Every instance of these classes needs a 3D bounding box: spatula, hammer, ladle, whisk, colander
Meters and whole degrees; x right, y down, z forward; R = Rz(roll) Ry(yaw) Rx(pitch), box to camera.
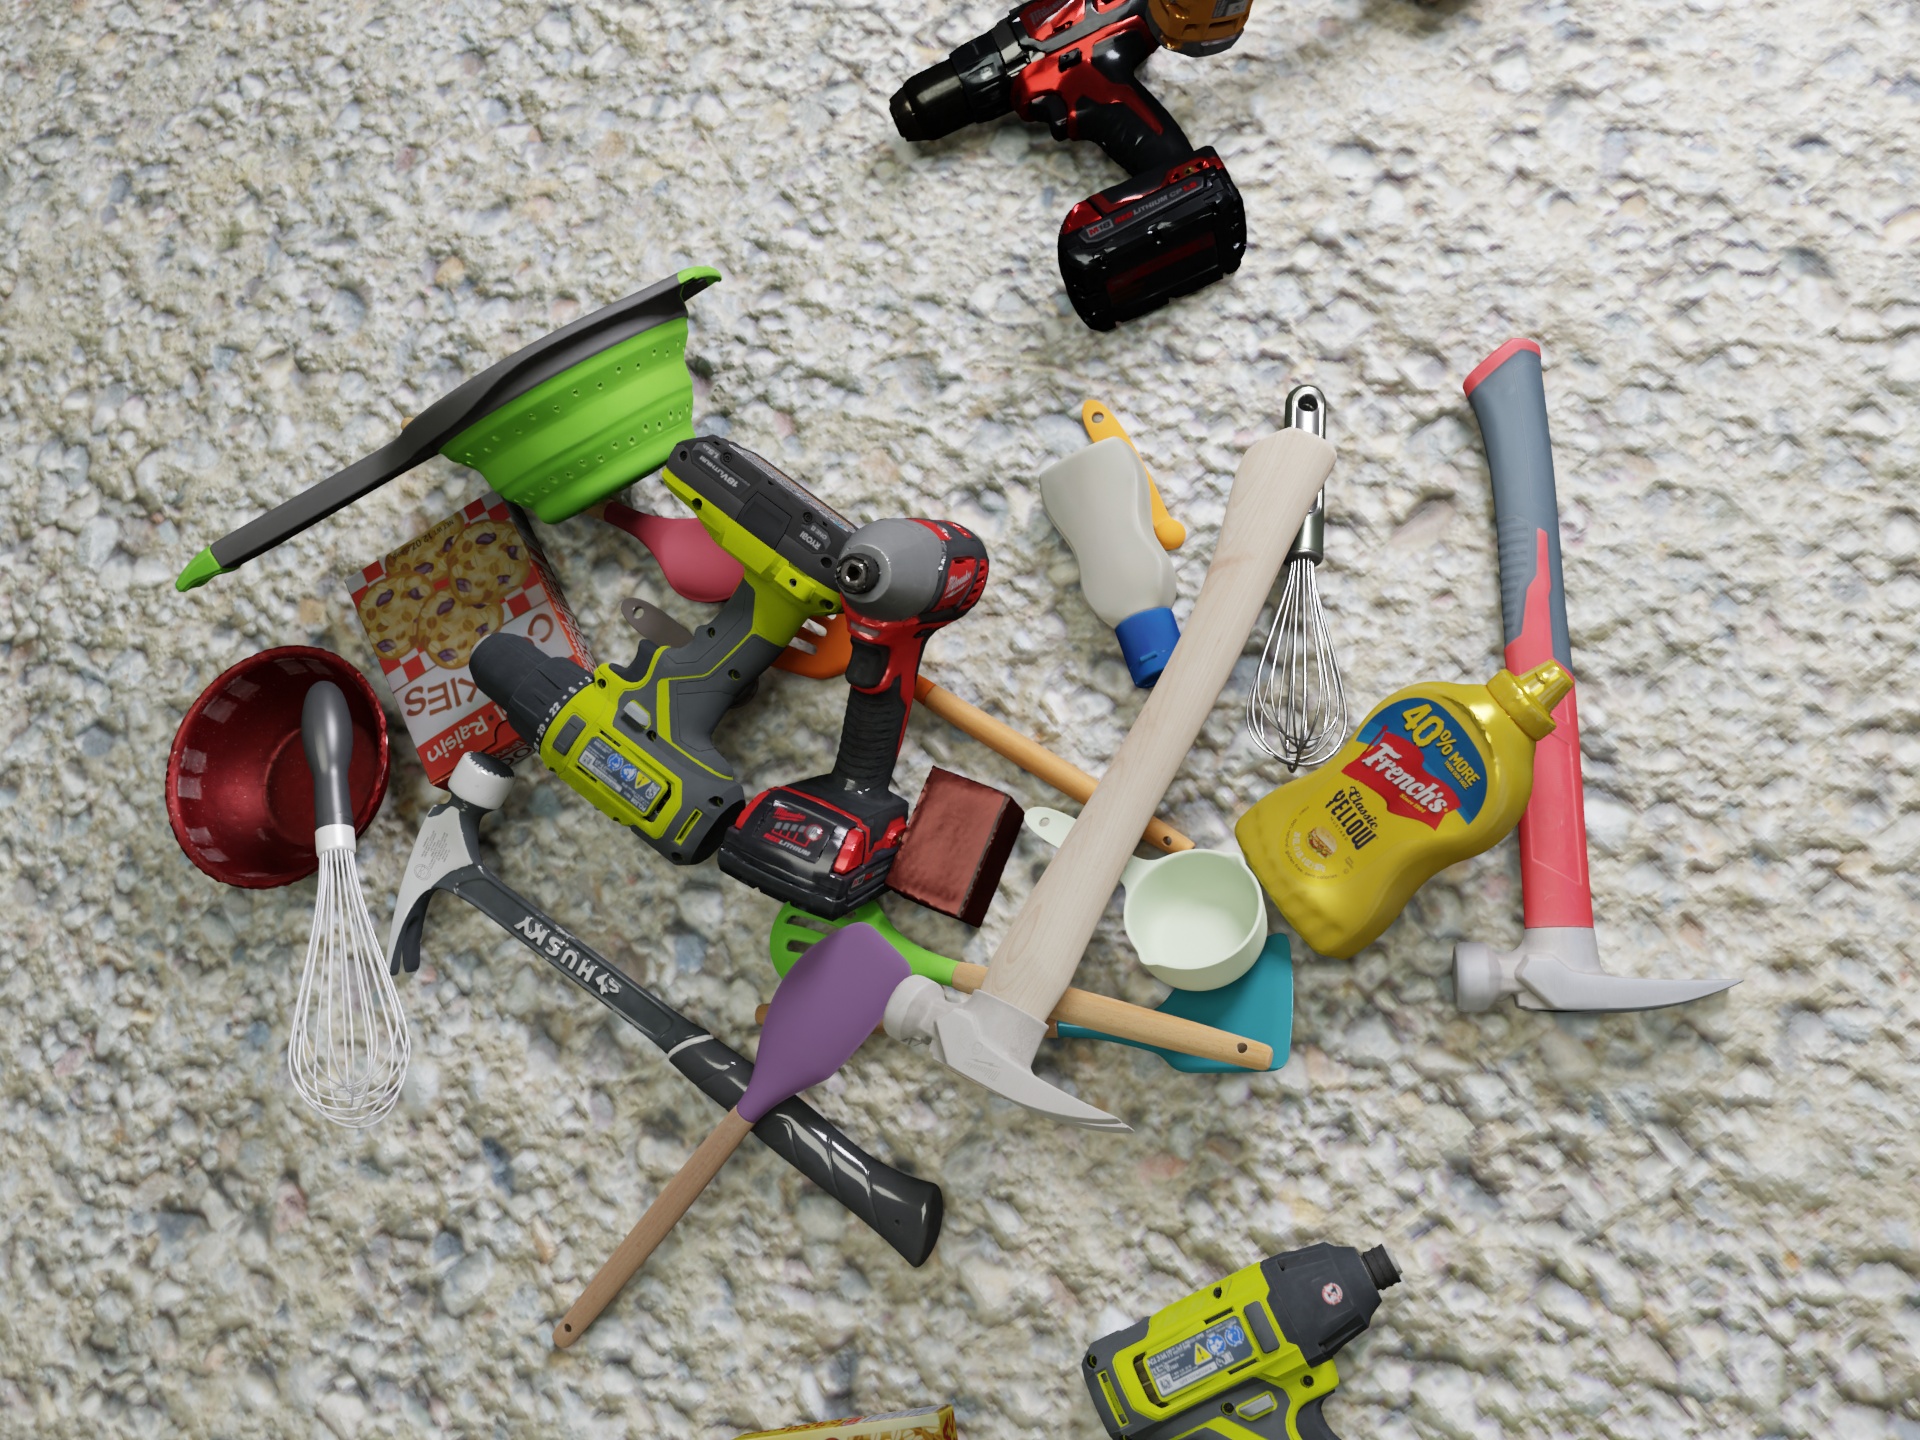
[{"bbox_3d":[0.029,0.165,0.907,0.317,0.044,0.082,-2,53,15],"label":"spatula"},{"bbox_3d":[0.339,-0.033,0.888,0.143,0.038,0.386,-2,75,12],"label":"hammer"},{"bbox_3d":[-0.256,-0.148,1.067,0.315,0.031,0.069,24,70,20],"label":"ladle"},{"bbox_3d":[-0.179,0.187,0.947,0.409,0.036,0.149,33,98,16],"label":"hammer"},{"bbox_3d":[0.200,-0.088,0.932,0.058,0.059,0.246,4,72,3],"label":"whisk"},{"bbox_3d":[-0.372,0.104,0.956,0.070,0.070,0.285,-17,67,8],"label":"whisk"},{"bbox_3d":[0.114,0.019,0.871,0.146,0.038,0.411,22,76,31],"label":"hammer"},{"bbox_3d":[-0.139,0.241,0.906,0.060,0.018,0.316,41,100,17],"label":"spatula"},{"bbox_3d":[-0.305,-0.149,1.000,0.397,0.204,0.094,-27,103,7],"label":"colander"},{"bbox_3d":[-0.002,-0.003,0.960,0.323,0.041,0.081,31,97,17],"label":"spatula"}]

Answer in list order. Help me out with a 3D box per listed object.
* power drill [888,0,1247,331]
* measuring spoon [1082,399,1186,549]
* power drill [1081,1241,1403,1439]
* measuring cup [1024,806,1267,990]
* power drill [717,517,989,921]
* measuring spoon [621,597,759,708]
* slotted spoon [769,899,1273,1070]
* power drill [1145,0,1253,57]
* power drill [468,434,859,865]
[{"bbox_3d":[0.067,-0.367,1.023,0.188,0.080,0.227,-23,69,7],"label":"power drill"},{"bbox_3d":[0.106,-0.155,0.989,0.021,0.011,0.117,-30,71,4],"label":"measuring spoon"},{"bbox_3d":[0.183,0.387,0.795,0.171,0.080,0.223,-28,68,5],"label":"power drill"},{"bbox_3d":[0.100,0.095,0.900,0.083,0.038,0.168,-46,48,-17],"label":"measuring cup"},{"bbox_3d":[-0.055,-0.008,0.892,0.078,0.143,0.219,22,102,16],"label":"power drill"},{"bbox_3d":[-0.175,-0.045,1.029,0.124,0.018,0.034,35,86,26],"label":"measuring spoon"},{"bbox_3d":[0.022,0.147,0.891,0.314,0.031,0.070,11,65,26],"label":"slotted spoon"},{"bbox_3d":[0.230,-0.493,0.933,0.226,0.185,0.084,-18,71,-14],"label":"power drill"},{"bbox_3d":[-0.174,-0.053,0.954,0.190,0.080,0.228,37,99,9],"label":"power drill"}]
